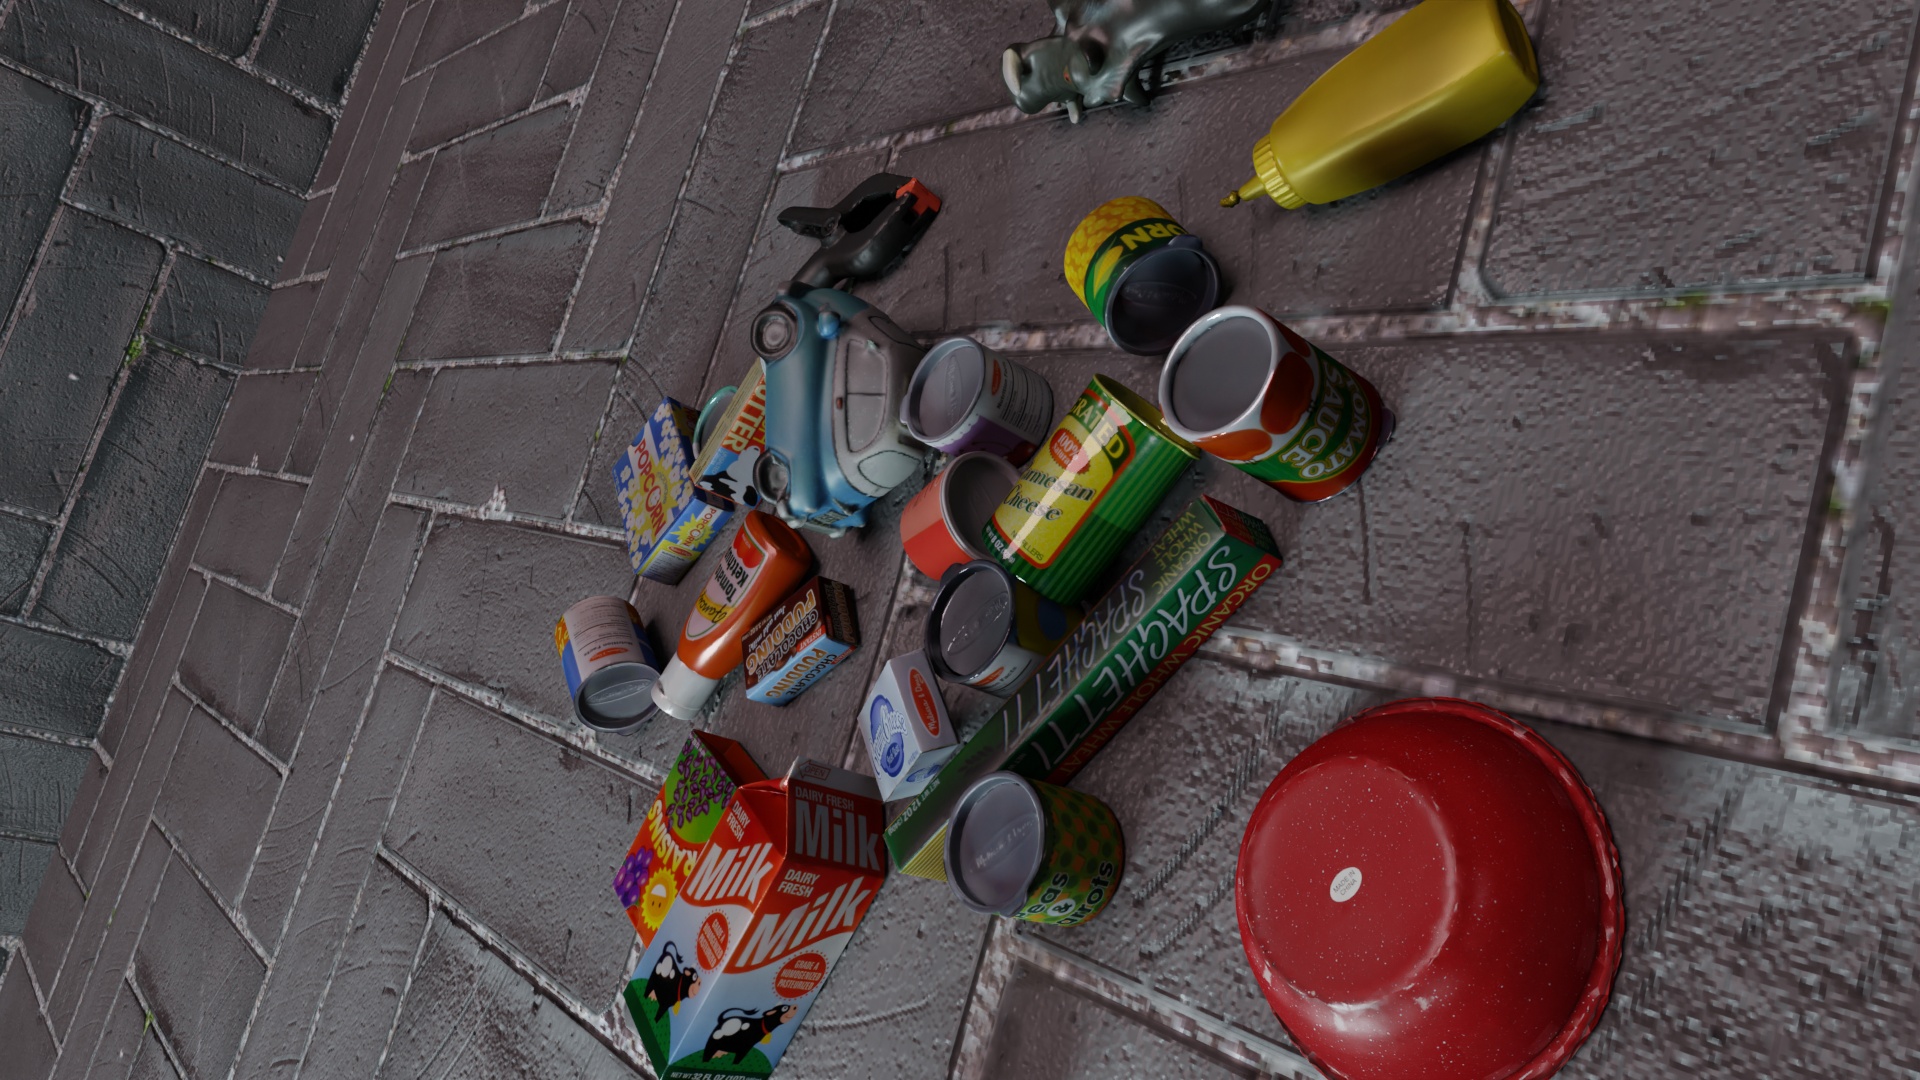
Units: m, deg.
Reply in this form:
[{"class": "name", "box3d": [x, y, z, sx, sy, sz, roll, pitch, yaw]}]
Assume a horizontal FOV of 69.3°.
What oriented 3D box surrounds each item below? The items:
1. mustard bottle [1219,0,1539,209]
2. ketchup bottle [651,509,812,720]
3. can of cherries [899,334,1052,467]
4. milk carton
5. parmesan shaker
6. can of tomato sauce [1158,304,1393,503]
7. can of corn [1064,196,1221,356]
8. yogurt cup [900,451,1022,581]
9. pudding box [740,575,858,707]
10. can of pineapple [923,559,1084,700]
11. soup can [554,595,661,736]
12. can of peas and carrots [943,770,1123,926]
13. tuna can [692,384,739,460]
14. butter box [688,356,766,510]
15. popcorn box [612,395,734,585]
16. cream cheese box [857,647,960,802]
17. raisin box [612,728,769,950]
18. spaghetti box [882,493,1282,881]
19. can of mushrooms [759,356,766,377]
[{"class": "mustard bottle", "box3d": [0.192, -0.200, 0.668, 0.159, 0.049, 0.065, -25, 54, 41]}, {"class": "ketchup bottle", "box3d": [-0.159, 0.055, 0.948, 0.148, 0.043, 0.065, -56, 40, 14]}, {"class": "can of cherries", "box3d": [0.009, -0.078, 0.810, 0.071, 0.058, 0.072, -23, 56, 41]}, {"class": "milk carton", "box3d": [-0.110, 0.210, 0.791, 0.190, 0.072, 0.073, -60, 39, 8]}, {"class": "parmesan shaker", "box3d": [0.067, -0.023, 0.710, 0.102, 0.071, 0.071, -54, 40, 16]}, {"class": "can of tomato sauce", "box3d": [0.142, -0.061, 0.628, 0.071, 0.083, 0.071, -25, 54, 40]}, {"class": "can of corn", "box3d": [0.096, -0.143, 0.734, 0.071, 0.071, 0.058, -50, 41, 20]}, {"class": "yogurt cup", "box3d": [0.003, -0.010, 0.780, 0.053, 0.072, 0.072, -28, 52, 48]}, {"class": "pudding box", "box3d": [-0.104, 0.066, 0.890, 0.083, 0.030, 0.050, -38, 48, 31]}, {"class": "can of pineapple", "box3d": [0.024, 0.048, 0.730, 0.071, 0.058, 0.071, -25, 54, 40]}, {"class": "soup can", "box3d": [-0.260, 0.093, 1.030, 0.071, 0.071, 0.084, -54, 40, 16]}, {"class": "can of peas and carrots", "box3d": [0.036, 0.150, 0.663, 0.070, 0.058, 0.071, -23, 56, 40]}, {"class": "tuna can", "box3d": [-0.167, -0.083, 1.035, 0.071, 0.033, 0.071, -24, 55, 41]}, {"class": "butter box", "box3d": [-0.145, -0.076, 0.991, 0.103, 0.053, 0.024, -57, 37, 11]}, {"class": "popcorn box", "box3d": [-0.225, -0.039, 1.075, 0.085, 0.038, 0.127, -48, 42, 23]}, {"class": "cream cheese box", "box3d": [-0.029, 0.101, 0.742, 0.103, 0.024, 0.053, 118, 135, -62]}, {"class": "raisin box", "box3d": [-0.170, 0.197, 0.893, 0.086, 0.040, 0.123, 35, 100, 50]}, {"class": "spaghetti box", "box3d": [0.056, 0.080, 0.683, 0.249, 0.050, 0.029, -49, 44, 20]}, {"class": "can of mushrooms", "box3d": [-0.102, -0.129, 0.959, 0.033, 0.071, 0.071, -14, 62, 46]}]
